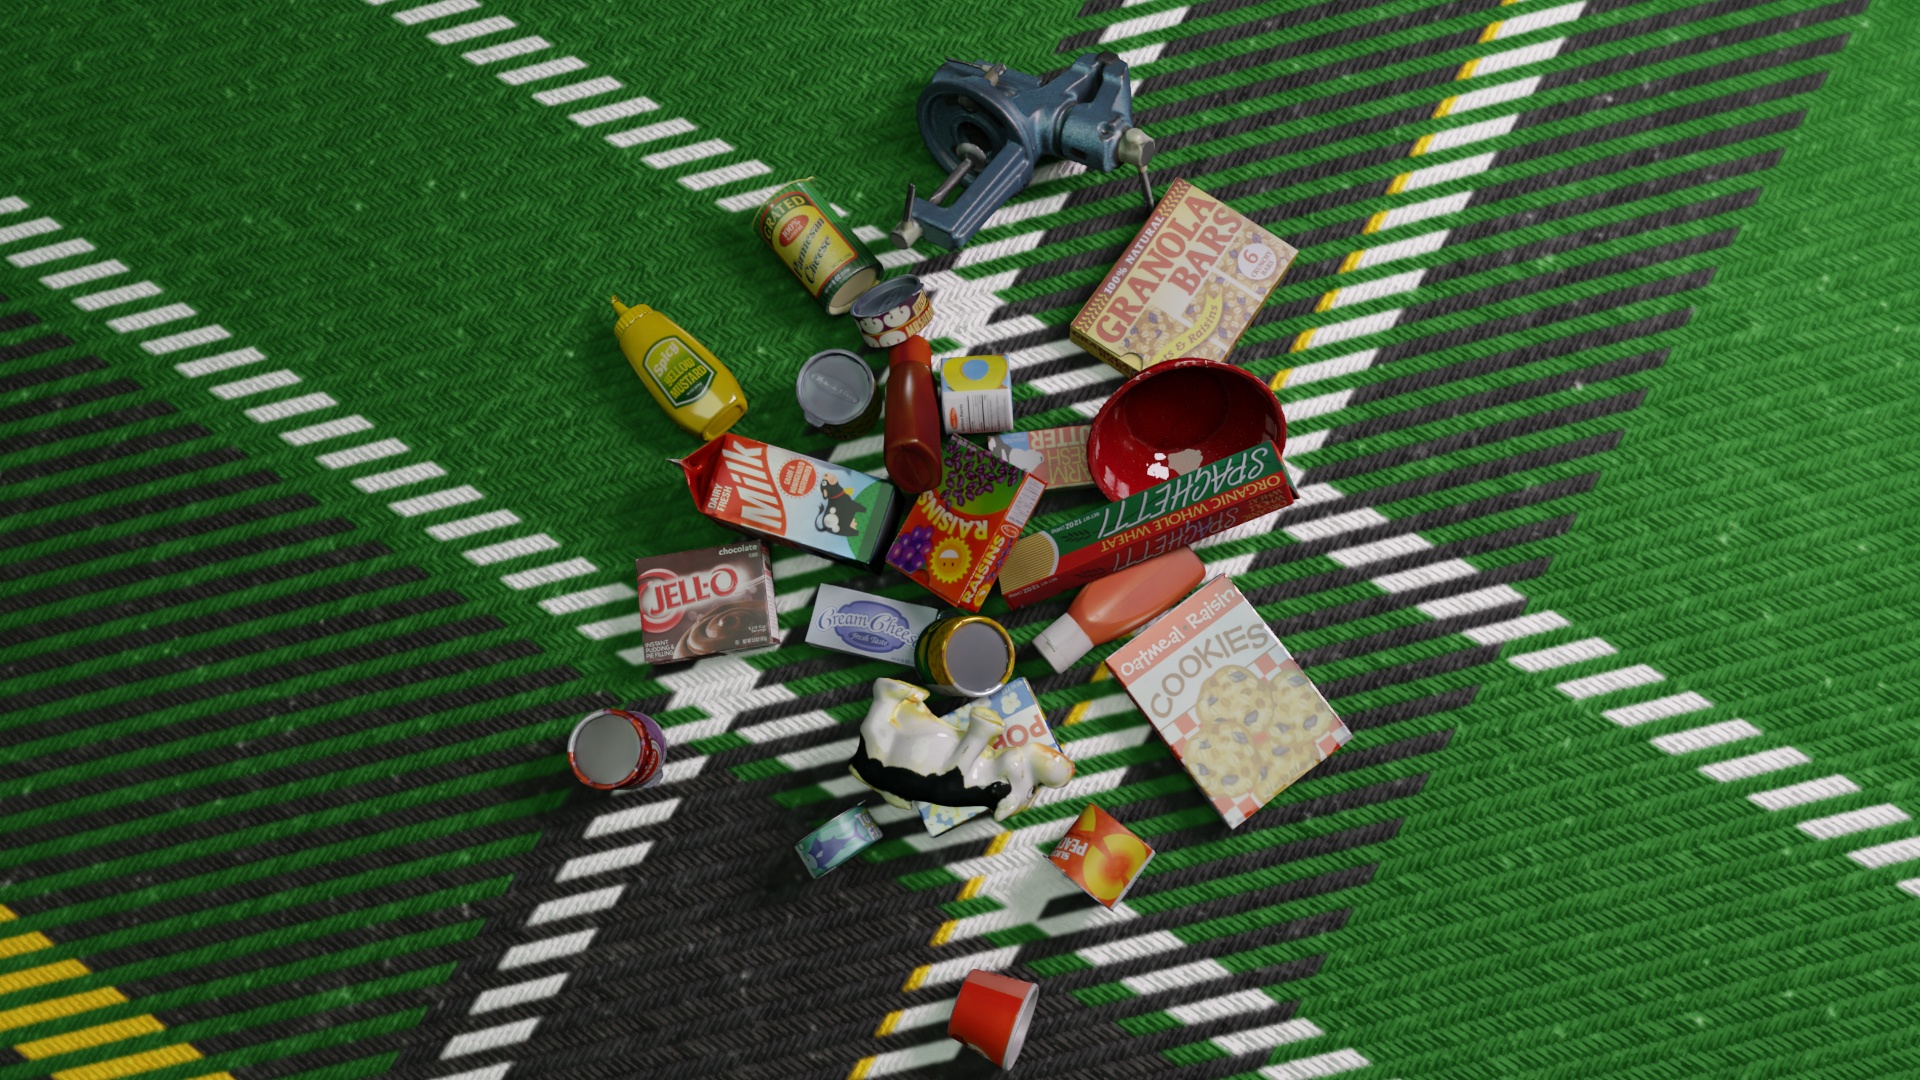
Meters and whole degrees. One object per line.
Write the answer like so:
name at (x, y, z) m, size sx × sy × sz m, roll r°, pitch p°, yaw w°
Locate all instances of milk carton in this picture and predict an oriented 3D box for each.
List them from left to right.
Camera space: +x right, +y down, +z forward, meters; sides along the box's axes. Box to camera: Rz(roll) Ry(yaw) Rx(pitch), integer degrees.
milk carton at (-0.150, -0.035, 1.166) m, size 0.191 × 0.072 × 0.073 m, roll 17°, pitch 82°, yaw 7°

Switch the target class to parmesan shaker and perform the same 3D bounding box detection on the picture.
parmesan shaker at (-0.121, -0.256, 1.207) m, size 0.071 × 0.071 × 0.103 m, roll -40°, pitch 79°, yaw -3°

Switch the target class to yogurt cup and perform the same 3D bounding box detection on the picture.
yogurt cup at (0.025, 0.370, 1.082) m, size 0.054 × 0.072 × 0.072 m, roll 18°, pitch 81°, yaw 15°

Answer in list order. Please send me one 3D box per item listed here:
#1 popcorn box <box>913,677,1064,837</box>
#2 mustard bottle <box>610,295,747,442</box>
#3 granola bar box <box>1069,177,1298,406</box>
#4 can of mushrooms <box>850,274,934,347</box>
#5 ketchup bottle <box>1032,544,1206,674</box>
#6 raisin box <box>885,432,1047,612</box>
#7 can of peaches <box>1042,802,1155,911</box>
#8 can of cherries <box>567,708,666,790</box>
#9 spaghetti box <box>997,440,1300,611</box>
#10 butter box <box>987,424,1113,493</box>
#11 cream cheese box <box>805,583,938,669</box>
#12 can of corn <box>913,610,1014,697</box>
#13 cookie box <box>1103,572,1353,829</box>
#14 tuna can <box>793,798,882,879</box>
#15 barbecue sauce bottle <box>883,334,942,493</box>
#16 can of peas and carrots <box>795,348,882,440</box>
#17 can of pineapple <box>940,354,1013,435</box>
popcorn box at (0.015, 0.177, 1.131) m, size 0.127 × 0.038 × 0.085 m, roll -26°, pitch 79°, yaw -1°
mustard bottle at (-0.256, -0.158, 1.208) m, size 0.065 × 0.048 × 0.160 m, roll -44°, pitch 80°, yaw -6°
granola bar box at (0.191, -0.210, 1.190) m, size 0.124 × 0.039 × 0.166 m, roll 34°, pitch 83°, yaw 10°
can of mushrooms at (-0.056, -0.197, 1.190) m, size 0.071 × 0.071 × 0.033 m, roll -27°, pitch 120°, yaw -1°
ketchup bottle at (0.127, 0.050, 1.144) m, size 0.149 × 0.043 × 0.065 m, roll -38°, pitch 71°, yaw -3°
raisin box at (0.004, -0.014, 1.144) m, size 0.086 × 0.040 × 0.123 m, roll 30°, pitch 93°, yaw 32°
can of peaches at (0.109, 0.248, 1.096) m, size 0.071 × 0.071 × 0.058 m, roll 38°, pitch 84°, yaw 10°
can of cherries at (-0.280, 0.174, 1.143) m, size 0.071 × 0.058 × 0.071 m, roll -1°, pitch 79°, yaw 5°
spaghetti box at (0.147, -0.011, 1.126) m, size 0.250 × 0.028 × 0.050 m, roll -22°, pitch 49°, yaw 13°
butter box at (0.077, -0.067, 1.180) m, size 0.103 × 0.024 × 0.053 m, roll -7°, pitch 80°, yaw 3°
cream cheese box at (-0.073, 0.072, 1.164) m, size 0.104 × 0.024 × 0.053 m, roll 12°, pitch 79°, yaw 6°
can of corn at (0.003, 0.091, 1.125) m, size 0.071 × 0.058 × 0.071 m, roll 2°, pitch 85°, yaw -23°
cookie box at (0.214, 0.128, 1.125) m, size 0.123 × 0.040 × 0.167 m, roll -36°, pitch 80°, yaw -3°
tuna can at (-0.095, 0.239, 1.113) m, size 0.071 × 0.071 × 0.033 m, roll -33°, pitch 80°, yaw -2°
barbecue sauce bottle at (-0.040, -0.111, 1.154) m, size 0.043 × 0.064 × 0.149 m, roll -14°, pitch 47°, yaw 12°
can of peas and carrots at (-0.104, -0.122, 1.186) m, size 0.071 × 0.058 × 0.071 m, roll -1°, pitch 80°, yaw 5°
can of pineapple at (0.014, -0.125, 1.175) m, size 0.058 × 0.071 × 0.071 m, roll -3°, pitch 80°, yaw 3°
